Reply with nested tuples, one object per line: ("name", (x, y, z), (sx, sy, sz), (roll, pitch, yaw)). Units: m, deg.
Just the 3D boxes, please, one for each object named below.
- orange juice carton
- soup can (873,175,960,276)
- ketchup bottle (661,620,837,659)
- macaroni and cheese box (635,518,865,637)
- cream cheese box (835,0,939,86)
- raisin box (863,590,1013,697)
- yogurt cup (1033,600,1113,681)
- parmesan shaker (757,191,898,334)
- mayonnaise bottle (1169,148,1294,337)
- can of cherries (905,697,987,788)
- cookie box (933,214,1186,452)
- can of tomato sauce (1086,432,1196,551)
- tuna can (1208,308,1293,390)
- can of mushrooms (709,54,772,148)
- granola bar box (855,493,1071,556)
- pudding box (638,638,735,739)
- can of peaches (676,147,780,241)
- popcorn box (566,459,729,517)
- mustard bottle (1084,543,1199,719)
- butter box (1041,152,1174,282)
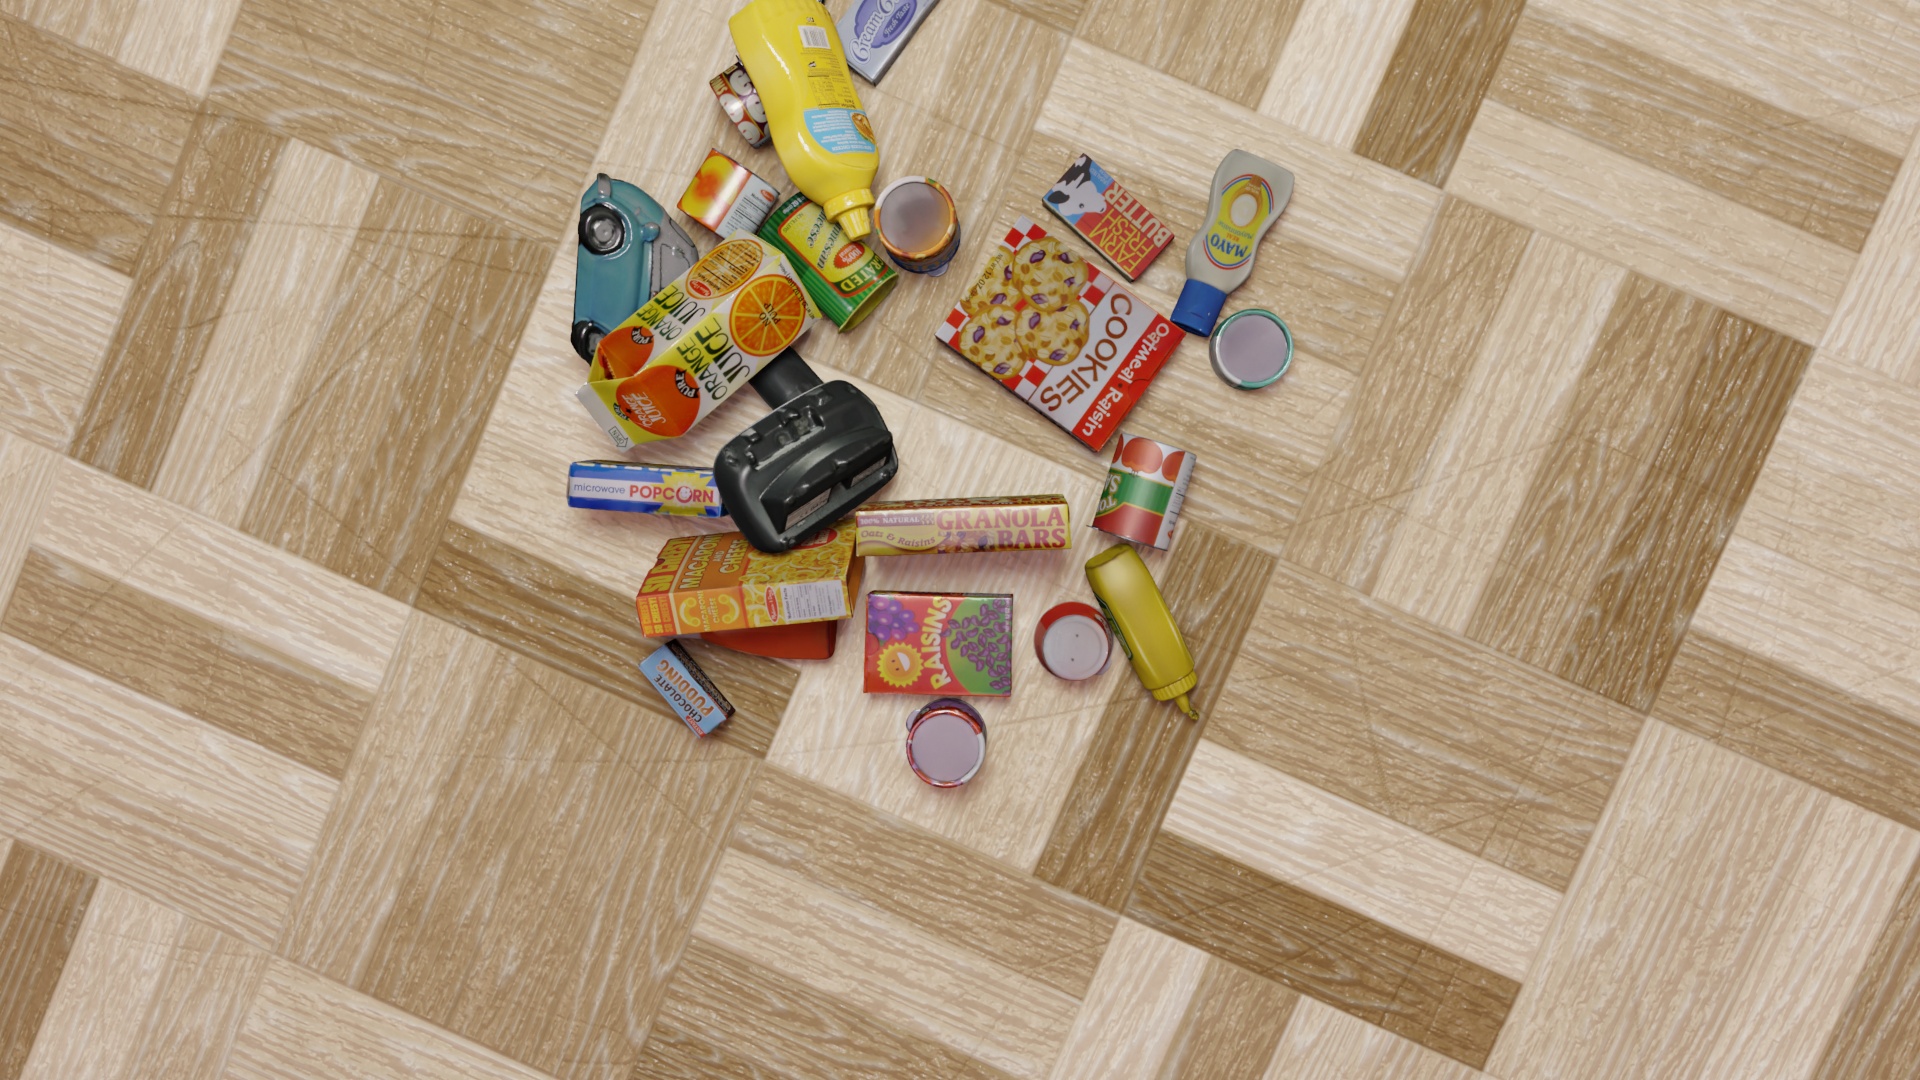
("orange juice carton", (-0.213, -0.154, 1.102), (0.193, 0.071, 0.073), (-42, 46, -11))
("soup can", (-0.033, -0.254, 1.130), (0.071, 0.084, 0.071), (0, 93, 2))
("ketchup bottle", (-0.180, 0.066, 1.169), (0.149, 0.043, 0.064), (2, 97, 3))
("macaroni and cheese box", (-0.166, 0.028, 1.126), (0.166, 0.124, 0.040), (-6, 112, 3))
("cream cheese box", (-0.062, -0.435, 1.153), (0.053, 0.024, 0.103), (38, 93, 1))
("raisin box", (-0.018, 0.086, 1.166), (0.123, 0.040, 0.086), (2, 93, 3))
("yogurt cup", (0.094, 0.086, 1.154), (0.072, 0.054, 0.072), (0, 92, 3))
("parmesan shaker", (-0.112, -0.229, 1.141), (0.103, 0.071, 0.071), (44, 94, 0))
("mayonnaise bottle", (0.218, -0.241, 1.141), (0.065, 0.041, 0.148), (23, 93, -1))
("can of cherries", (-0.014, 0.168, 1.159), (0.071, 0.058, 0.071), (0, 93, 2))
("cookie box", (0.082, -0.169, 1.150), (0.167, 0.040, 0.123), (36, 93, 0))
("can of tomato sauce", (0.149, -0.040, 1.140), (0.071, 0.071, 0.083), (17, 93, 2))
("tuna can", (0.243, -0.159, 1.148), (0.071, 0.033, 0.071), (0, 93, 3))
("can of mushrooms", (-0.176, -0.359, 1.139), (0.033, 0.071, 0.071), (-33, 91, 5))
("granola bar box", (0.004, -0.014, 1.118), (0.166, 0.124, 0.039), (-2, 95, 2))
("pudding box", (-0.230, 0.125, 1.171), (0.030, 0.049, 0.083), (-40, 90, 2))
("can of peaches", (-0.193, -0.282, 1.146), (0.071, 0.071, 0.058), (33, 94, 1))
("popcorn box", (-0.250, -0.044, 1.147), (0.127, 0.085, 0.038), (4, 94, 2))
("mustard bottle", (0.157, 0.081, 1.147), (0.049, 0.065, 0.160), (-28, 95, -1))
("butter box", (0.123, -0.267, 1.153), (0.103, 0.024, 0.053), (42, 94, 1))
